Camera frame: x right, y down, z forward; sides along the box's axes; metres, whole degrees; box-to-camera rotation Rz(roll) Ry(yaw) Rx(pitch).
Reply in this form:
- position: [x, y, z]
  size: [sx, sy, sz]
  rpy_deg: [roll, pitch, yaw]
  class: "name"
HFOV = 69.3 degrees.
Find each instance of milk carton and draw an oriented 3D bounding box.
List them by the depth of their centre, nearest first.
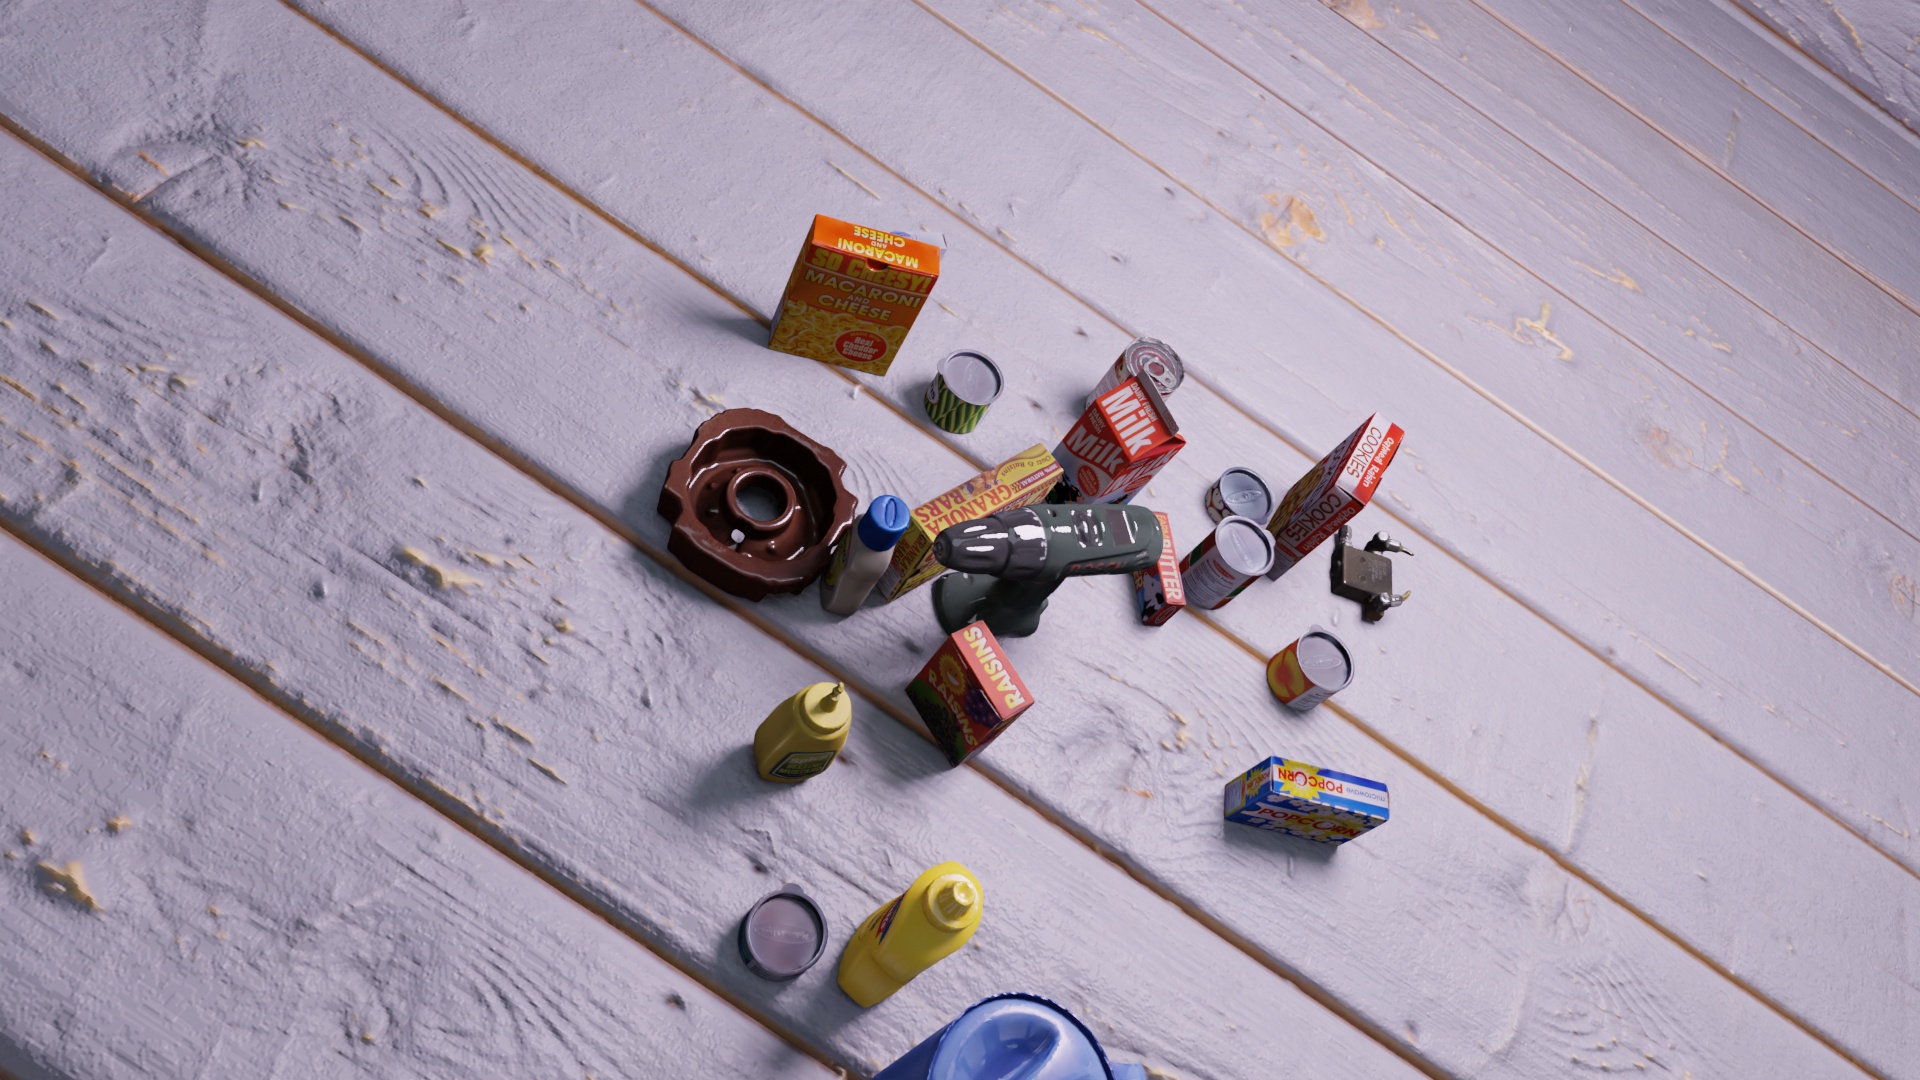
- position: [0.151, -0.088, 1.345]
  size: [0.074, 0.189, 0.072]
  rpy_deg: [-19, 71, -30]
  class: "milk carton"

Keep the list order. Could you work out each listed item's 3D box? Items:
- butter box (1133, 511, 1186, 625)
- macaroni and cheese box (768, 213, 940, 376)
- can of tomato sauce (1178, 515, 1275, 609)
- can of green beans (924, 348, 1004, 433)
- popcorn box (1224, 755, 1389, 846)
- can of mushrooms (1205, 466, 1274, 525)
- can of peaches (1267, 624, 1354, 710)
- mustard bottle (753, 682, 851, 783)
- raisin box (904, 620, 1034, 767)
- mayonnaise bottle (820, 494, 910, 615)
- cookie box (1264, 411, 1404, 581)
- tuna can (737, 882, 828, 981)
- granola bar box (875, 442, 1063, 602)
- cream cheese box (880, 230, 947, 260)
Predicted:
- position: [0.194, 0.028, 1.381]
  size: [0.024, 0.053, 0.104]
  rpy_deg: [4, 61, -21]
  class: "butter box"
- position: [-0.104, -0.231, 1.332]
  size: [0.124, 0.165, 0.040]
  rpy_deg: [12, 59, -17]
  class: "macaroni and cheese box"
- position: [0.267, 0.023, 1.397]
  size: [0.071, 0.082, 0.071]
  rpy_deg: [10, 59, -18]
  class: "can of tomato sauce"
- position: [0.003, -0.150, 1.398]
  size: [0.071, 0.057, 0.071]
  rpy_deg: [10, 59, -18]
  class: "can of green beans"
- position: [0.322, 0.244, 1.294]
  size: [0.127, 0.084, 0.038]
  rpy_deg: [16, 58, -15]
  class: "popcorn box"
- position: [0.298, -0.040, 1.476]
  size: [0.071, 0.033, 0.071]
  rpy_deg: [10, 59, -18]
  class: "can of mushrooms"
- position: [0.349, 0.128, 1.388]
  size: [0.071, 0.057, 0.071]
  rpy_deg: [10, 59, -18]
  class: "can of peaches"
- position: [-0.121, 0.150, 1.112]
  size: [0.065, 0.159, 0.049]
  rpy_deg: [0, 63, -23]
  class: "mustard bottle"
- position: [0.005, 0.133, 1.198]
  size: [0.040, 0.122, 0.086]
  rpy_deg: [-24, 74, -32]
  class: "raisin box"
- position: [-0.084, 0.010, 1.215]
  size: [0.041, 0.147, 0.065]
  rpy_deg: [13, 58, -16]
  class: "mayonnaise bottle"
- position: [0.376, -0.044, 1.430]
  size: [0.040, 0.166, 0.123]
  rpy_deg: [38, 55, 0]
  class: "cookie box"
- position: [-0.140, 0.308, 1.091]
  size: [0.071, 0.032, 0.071]
  rpy_deg: [10, 59, -18]
  class: "tuna can"
- position: [0.005, -0.016, 1.282]
  size: [0.166, 0.123, 0.039]
  rpy_deg: [-29, 77, -33]
  class: "granola bar box"
- position: [-0.071, -0.299, 1.454]
  size: [0.104, 0.053, 0.024]
  rpy_deg: [-5, 65, -25]
  class: "cream cheese box"
